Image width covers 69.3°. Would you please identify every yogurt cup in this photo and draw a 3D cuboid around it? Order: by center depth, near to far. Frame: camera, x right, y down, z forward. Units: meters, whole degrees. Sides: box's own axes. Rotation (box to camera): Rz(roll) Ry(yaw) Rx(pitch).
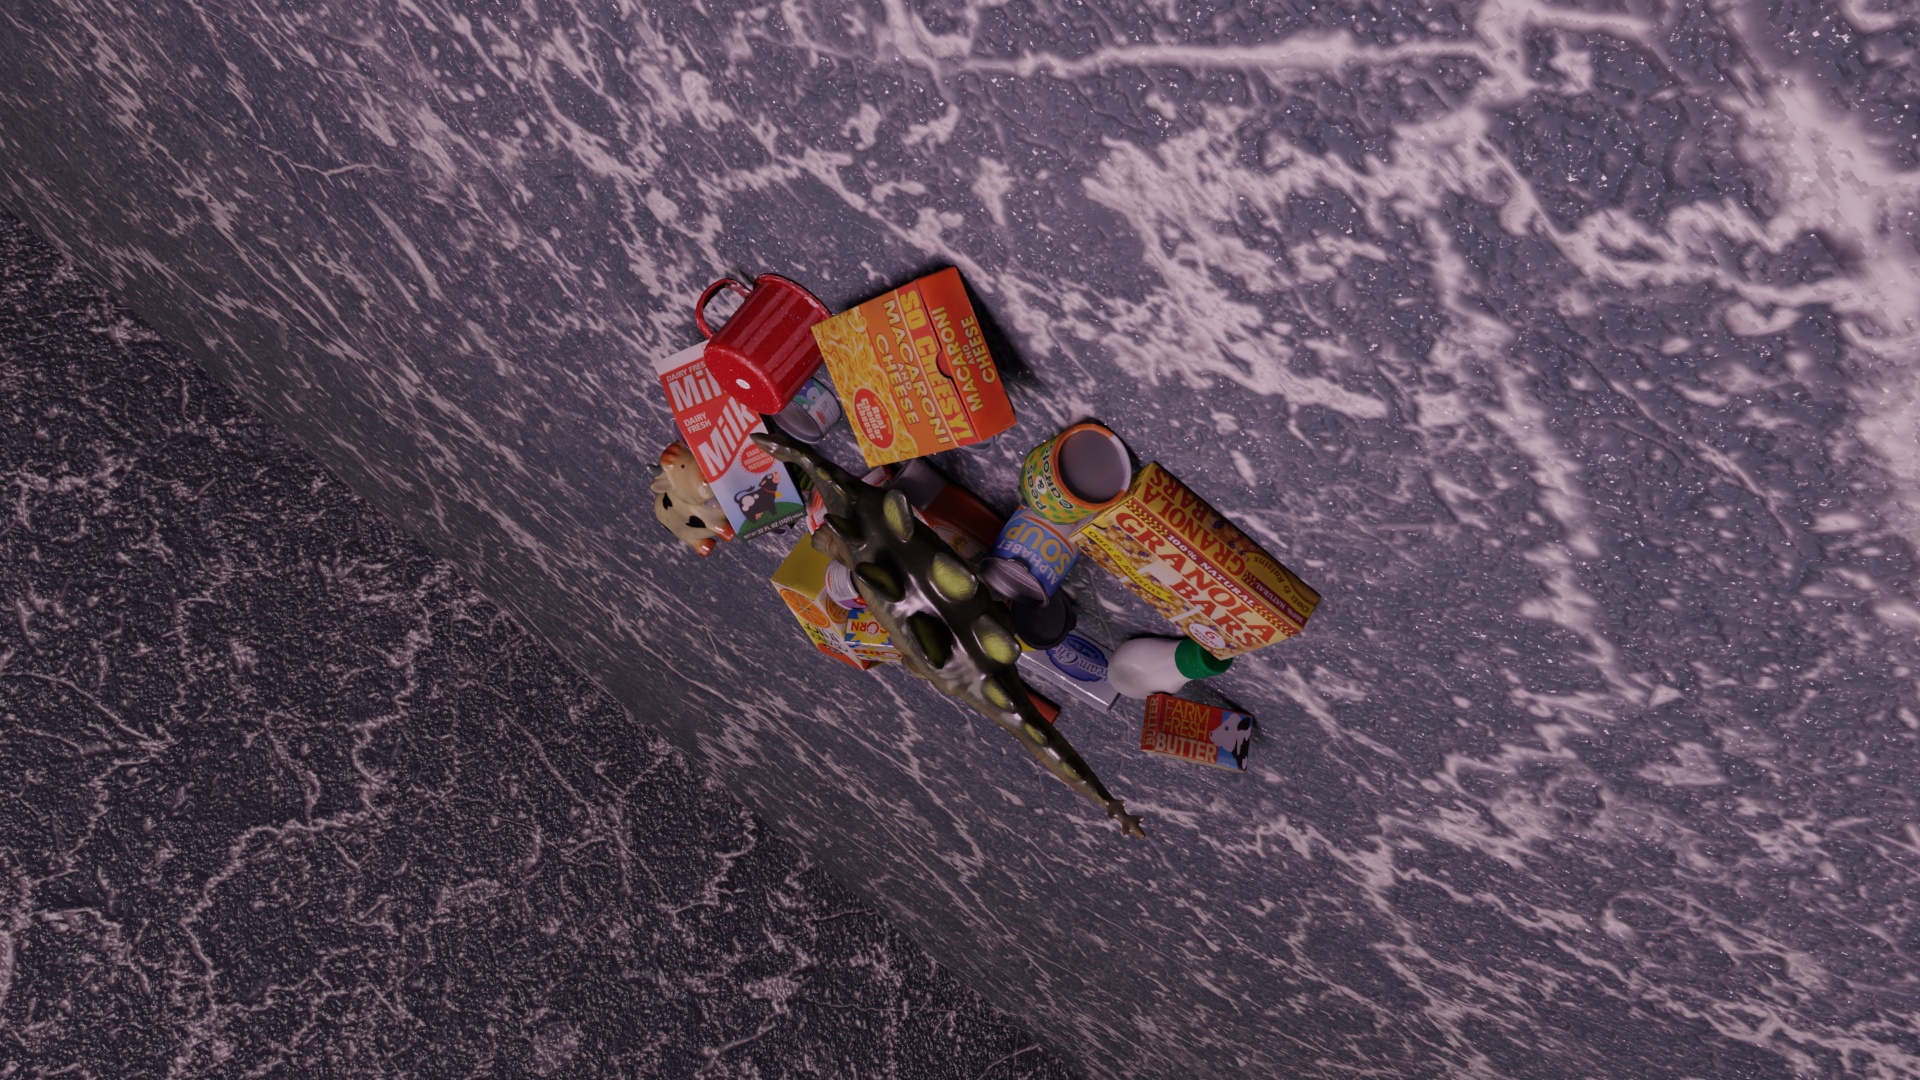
[{"bbox_3d":[-0.110,-0.029,1.355,0.054,0.073,0.072,10,147,31],"label":"yogurt cup"}]

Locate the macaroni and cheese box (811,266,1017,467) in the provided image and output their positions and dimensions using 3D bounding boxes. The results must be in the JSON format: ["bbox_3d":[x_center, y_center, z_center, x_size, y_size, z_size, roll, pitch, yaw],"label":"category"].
[{"bbox_3d":[-0.039,-0.125,1.042,0.166,0.040,0.123,-7,107,58],"label":"macaroni and cheese box"}]

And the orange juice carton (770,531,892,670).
[{"bbox_3d":[-0.135,0.082,1.589,0.072,0.073,0.191,20,152,33],"label":"orange juice carton"}]

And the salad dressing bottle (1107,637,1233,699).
[{"bbox_3d":[0.186,0.109,1.233,0.064,0.044,0.147,36,156,-14],"label":"salad dressing bottle"}]

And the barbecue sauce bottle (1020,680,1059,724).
[{"bbox_3d":[0.038,0.165,1.543,0.149,0.044,0.064,31,156,12],"label":"barbecue sauce bottle"}]

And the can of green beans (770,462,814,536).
[{"bbox_3d":[-0.188,-0.047,1.435,0.071,0.058,0.071,30,156,15],"label":"can of green beans"}]

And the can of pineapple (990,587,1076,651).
[{"bbox_3d":[0.063,0.072,1.302,0.071,0.071,0.057,44,156,-17],"label":"can of pineapple"}]

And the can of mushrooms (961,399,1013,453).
[{"bbox_3d":[0.005,-0.104,1.089,0.071,0.033,0.070,30,157,14],"label":"can of mushrooms"}]

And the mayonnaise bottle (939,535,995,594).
[{"bbox_3d":[0.005,0.047,1.365,0.065,0.041,0.147,27,155,17],"label":"mayonnaise bottle"}]

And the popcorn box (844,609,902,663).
[{"bbox_3d":[-0.054,0.107,1.490,0.127,0.038,0.085,5,164,9],"label":"popcorn box"}]

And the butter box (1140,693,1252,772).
[{"bbox_3d":[0.214,0.174,1.253,0.103,0.053,0.024,15,165,-22],"label":"butter box"}]

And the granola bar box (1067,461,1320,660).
[{"bbox_3d":[0.178,0.021,1.079,0.165,0.039,0.124,38,157,-6],"label":"granola bar box"}]

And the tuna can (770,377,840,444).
[{"bbox_3d":[-0.146,-0.122,1.264,0.071,0.033,0.070,30,156,15],"label":"tuna can"}]

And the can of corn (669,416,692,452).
[{"bbox_3d":[-0.242,-0.117,1.376,0.071,0.058,0.071,30,156,15],"label":"can of corn"}]

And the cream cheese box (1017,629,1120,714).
[{"bbox_3d":[0.111,0.119,1.340,0.104,0.053,0.024,30,154,14],"label":"cream cheese box"}]

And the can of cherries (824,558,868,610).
[{"bbox_3d":[-0.100,0.038,1.471,0.071,0.072,0.058,43,155,-16],"label":"can of cherries"}]

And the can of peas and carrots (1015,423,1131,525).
[{"bbox_3d":[0.084,-0.049,1.036,0.071,0.071,0.058,41,156,-10],"label":"can of peas and carrots"}]

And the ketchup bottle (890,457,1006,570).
[{"bbox_3d":[0.004,-0.016,1.246,0.149,0.044,0.064,41,157,-9],"label":"ketchup bottle"}]

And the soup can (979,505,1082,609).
[{"bbox_3d":[0.066,0.003,1.144,0.071,0.084,0.071,29,156,15],"label":"soup can"}]

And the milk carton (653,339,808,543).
[{"bbox_3d":[-0.214,-0.100,1.296,0.074,0.072,0.189,-114,1,-56],"label":"milk carton"}]
